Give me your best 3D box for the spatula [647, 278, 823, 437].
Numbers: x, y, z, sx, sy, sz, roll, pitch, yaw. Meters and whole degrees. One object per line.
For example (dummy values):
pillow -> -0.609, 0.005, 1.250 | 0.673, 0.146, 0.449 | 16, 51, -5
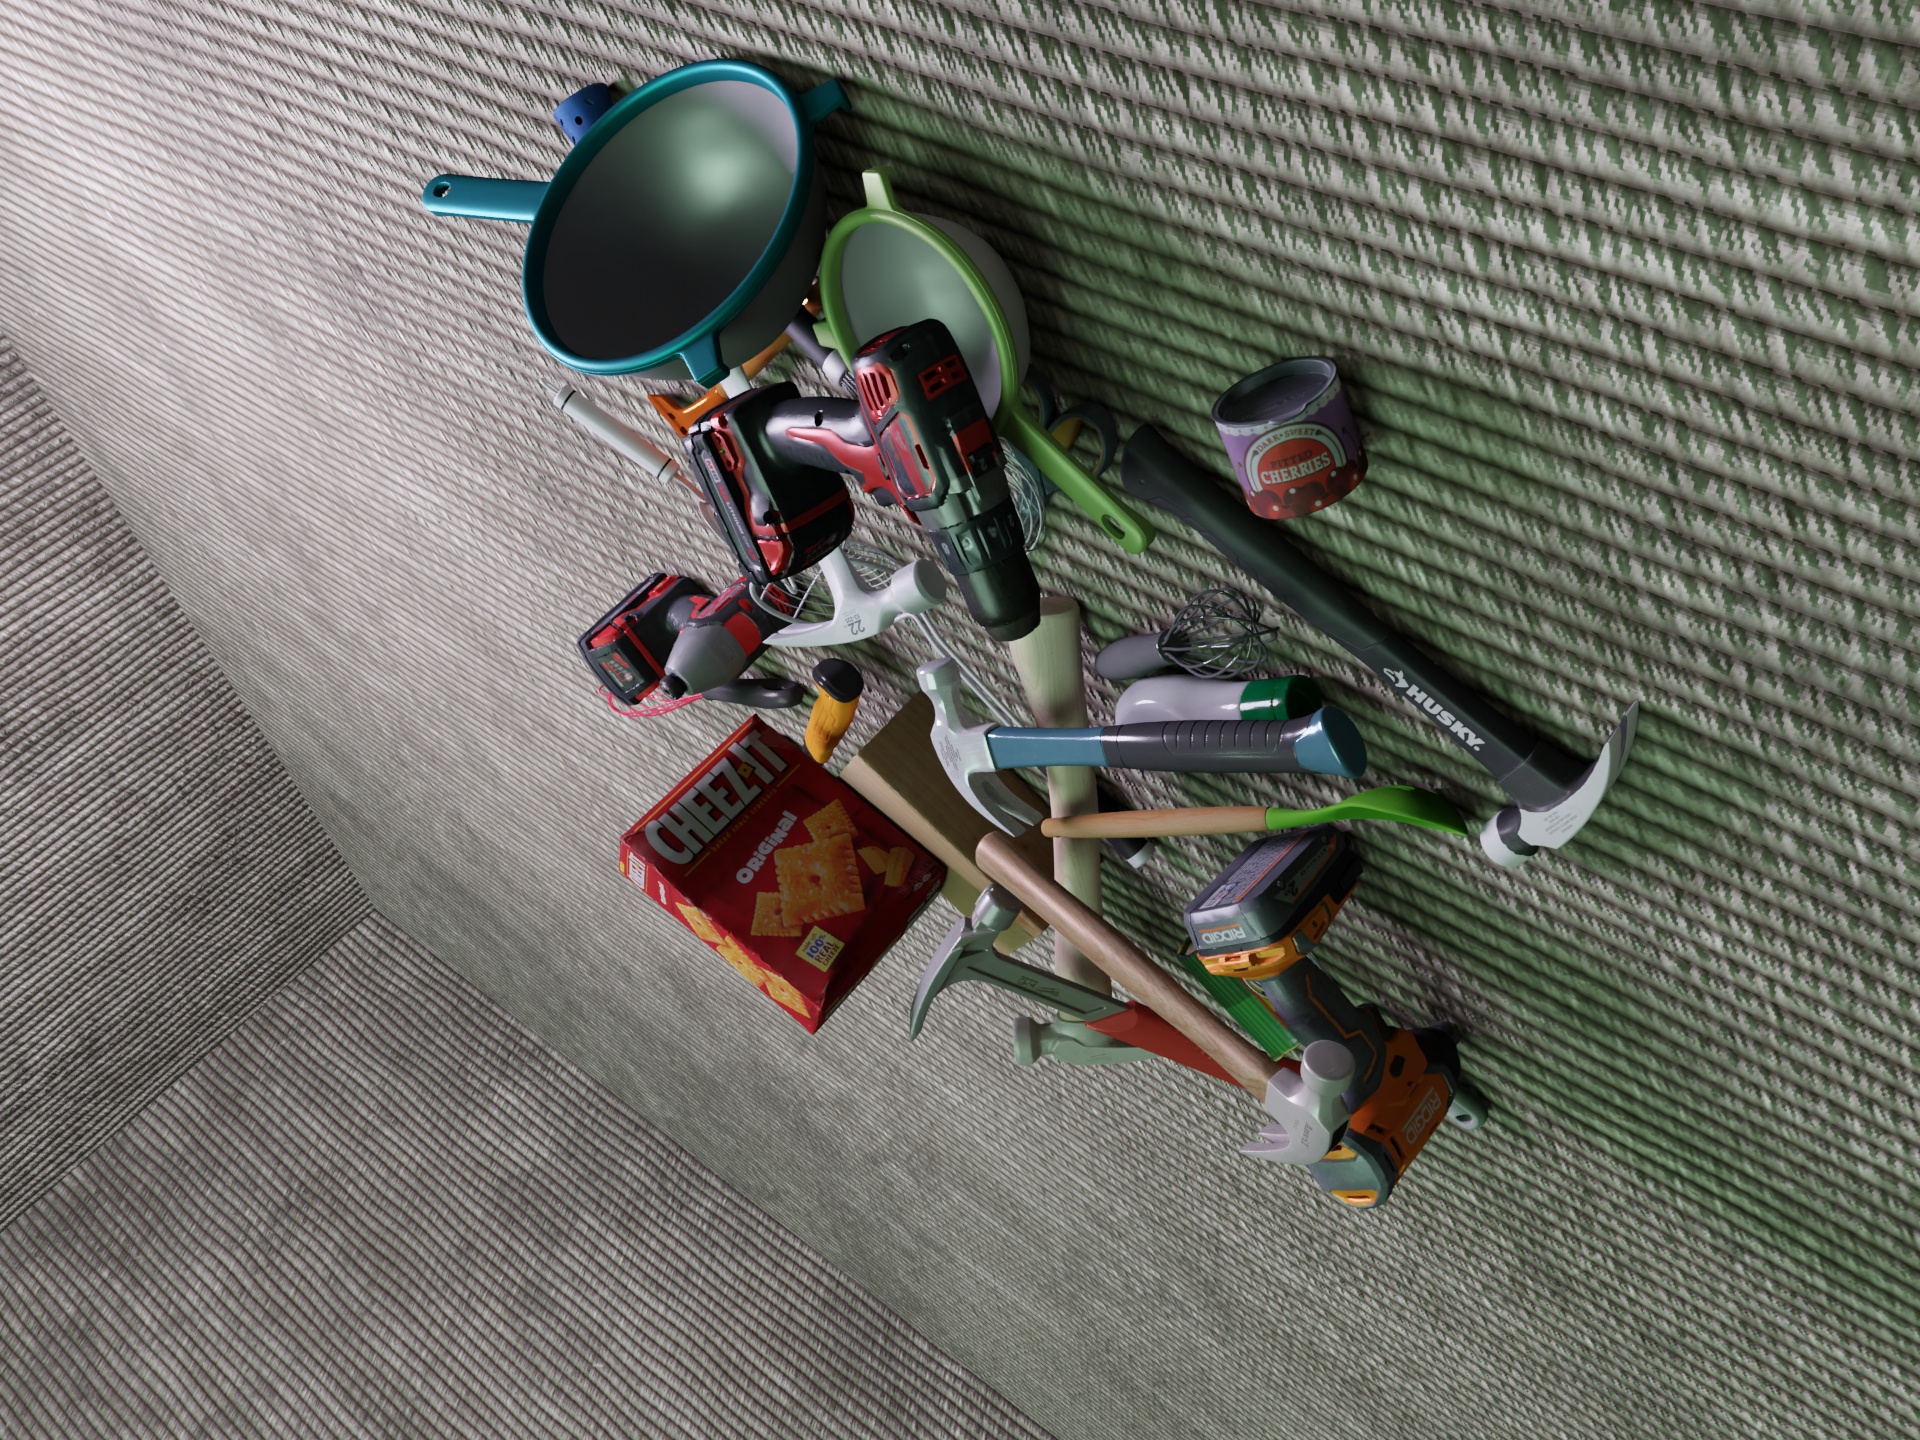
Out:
spatula -> -0.155, -0.255, 1.150 | 0.081, 0.041, 0.322 | 49, 147, -12

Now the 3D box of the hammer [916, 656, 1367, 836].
hammer -> 0.109, 0.016, 1.035 | 0.331, 0.033, 0.128 | -1, 112, 44

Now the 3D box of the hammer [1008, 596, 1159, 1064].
hammer -> 0.096, 0.095, 1.188 | 0.146, 0.038, 0.410 | -5, 121, 4

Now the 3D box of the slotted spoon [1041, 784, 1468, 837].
slotted spoon -> 0.181, 0.065, 1.051 | 0.314, 0.031, 0.070 | -6, 165, 40

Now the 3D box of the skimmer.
skimmer -> -0.002, -0.004, 1.206 | 0.363, 0.090, 0.127 | 46, 151, -2

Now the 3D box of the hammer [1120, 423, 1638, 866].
hammer -> 0.225, -0.055, 0.902 | 0.335, 0.035, 0.146 | 41, 152, 8

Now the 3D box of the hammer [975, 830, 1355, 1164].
hammer -> 0.126, 0.177, 1.075 | 0.332, 0.031, 0.130 | 37, 144, 37

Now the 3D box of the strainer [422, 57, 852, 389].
strainer -> -0.207, -0.301, 1.005 | 0.341, 0.211, 0.095 | 18, 171, 35

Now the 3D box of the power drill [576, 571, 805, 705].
power drill -> -0.238, -0.070, 1.375 | 0.220, 0.143, 0.078 | 1, 133, 55

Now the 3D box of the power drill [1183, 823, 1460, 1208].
power drill -> 0.259, 0.188, 1.075 | 0.084, 0.164, 0.226 | -21, 101, 49

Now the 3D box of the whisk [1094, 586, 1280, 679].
whisk -> 0.130, -0.044, 0.990 | 0.055, 0.055, 0.239 | 49, 166, -8

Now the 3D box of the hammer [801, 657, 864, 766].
hammer -> -0.118, 0.022, 1.397 | 0.127, 0.034, 0.336 | 46, 160, 5

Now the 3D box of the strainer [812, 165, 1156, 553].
strainer -> 0.030, -0.201, 0.919 | 0.256, 0.069, 0.151 | 44, 151, 6

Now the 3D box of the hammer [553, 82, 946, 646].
hammer -> -0.161, -0.233, 1.086 | 0.144, 0.035, 0.405 | -23, 101, 34

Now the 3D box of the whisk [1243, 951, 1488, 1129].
whisk -> 0.288, 0.221, 1.152 | 0.246, 0.059, 0.057 | 38, 137, -8

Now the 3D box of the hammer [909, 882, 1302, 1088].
hammer -> 0.144, 0.247, 1.237 | 0.359, 0.037, 0.149 | 23, 118, -13

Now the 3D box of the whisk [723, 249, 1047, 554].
whisk -> -0.053, -0.204, 1.009 | 0.285, 0.070, 0.070 | 44, 152, 10

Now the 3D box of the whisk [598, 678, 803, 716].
whisk -> -0.254, -0.032, 1.536 | 0.296, 0.073, 0.073 | 5, 133, 43

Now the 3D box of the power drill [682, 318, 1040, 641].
power drill -> -0.053, -0.132, 0.959 | 0.227, 0.080, 0.187 | 0, 120, 50

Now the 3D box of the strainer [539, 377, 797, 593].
strainer -> -0.223, -0.193, 1.255 | 0.258, 0.087, 0.050 | 35, 109, -8
